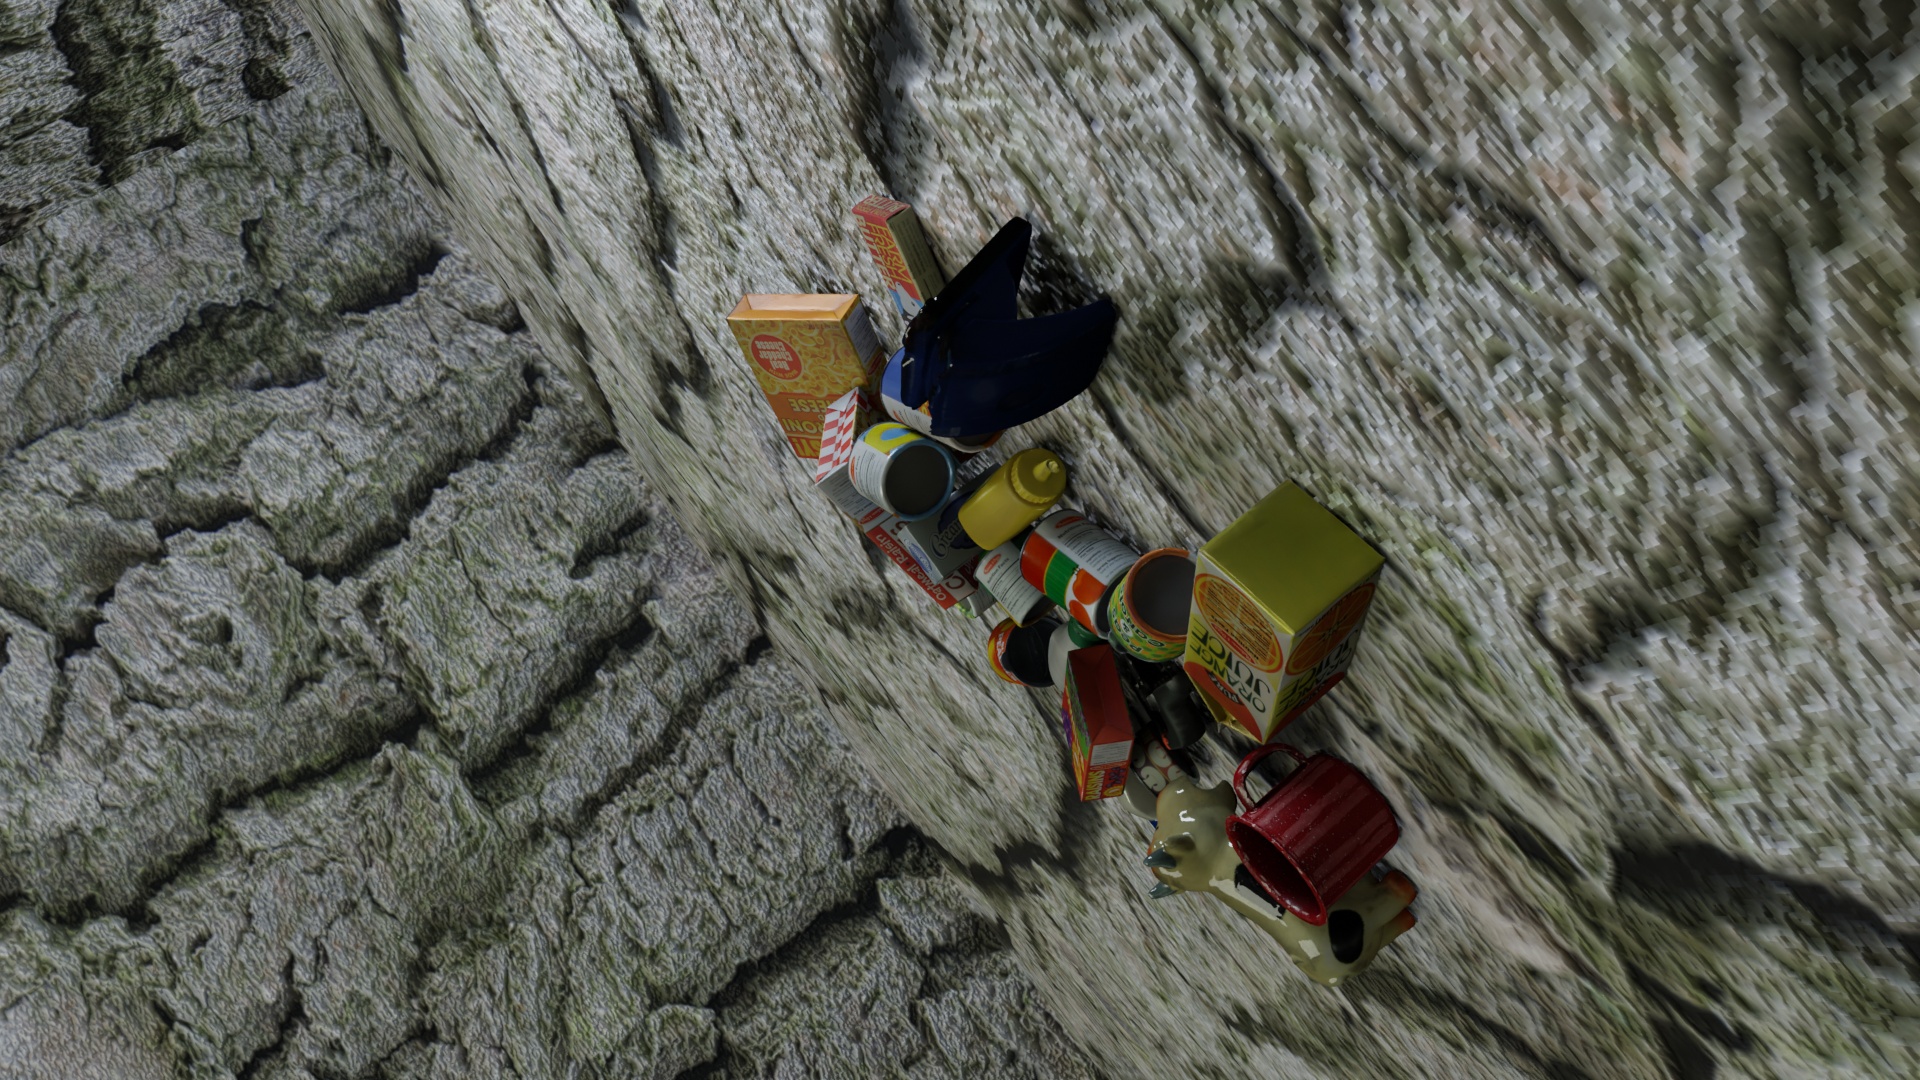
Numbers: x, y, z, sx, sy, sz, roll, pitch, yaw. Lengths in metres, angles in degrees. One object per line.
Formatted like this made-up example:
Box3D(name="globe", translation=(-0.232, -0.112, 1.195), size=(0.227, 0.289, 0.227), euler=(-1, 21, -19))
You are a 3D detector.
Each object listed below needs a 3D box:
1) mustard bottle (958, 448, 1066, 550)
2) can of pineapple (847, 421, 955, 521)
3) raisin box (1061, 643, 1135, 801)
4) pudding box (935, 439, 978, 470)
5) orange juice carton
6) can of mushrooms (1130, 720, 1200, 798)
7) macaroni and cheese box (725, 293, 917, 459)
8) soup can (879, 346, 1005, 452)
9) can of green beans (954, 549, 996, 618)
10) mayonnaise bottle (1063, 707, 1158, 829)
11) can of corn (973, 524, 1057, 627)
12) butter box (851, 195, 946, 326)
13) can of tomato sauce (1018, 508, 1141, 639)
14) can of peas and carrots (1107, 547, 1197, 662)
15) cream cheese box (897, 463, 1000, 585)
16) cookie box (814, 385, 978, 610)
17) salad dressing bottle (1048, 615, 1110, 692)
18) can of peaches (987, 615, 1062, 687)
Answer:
Box3D(name="mustard bottle", translation=(0.046, -0.038, 1.046), size=(0.049, 0.065, 0.159), euler=(49, 158, 1))
Box3D(name="can of pineapple", translation=(-0.044, -0.054, 1.069), size=(0.058, 0.071, 0.070), euler=(31, 153, 55))
Box3D(name="raisin box", translation=(0.112, 0.151, 1.141), size=(0.122, 0.040, 0.086), euler=(89, 170, -58))
Box3D(name="pudding box", translation=(0.000, -0.077, 1.107), size=(0.030, 0.050, 0.083), euler=(52, 164, -3))
Box3D(name="orange juice carton", translation=(0.185, 0.055, 0.822), size=(0.073, 0.072, 0.191), euler=(45, 162, 27))
Box3D(name="can of mushrooms", translation=(0.168, 0.185, 1.172), size=(0.071, 0.033, 0.071), euler=(44, -165, -15))
Box3D(name="macaroni and cheese box", translation=(-0.119, -0.143, 1.237), size=(0.124, 0.040, 0.165), euler=(6, 139, 30))
Box3D(name="soup can", translation=(-0.009, -0.110, 1.035), size=(0.084, 0.071, 0.071), euler=(29, 151, 48))
Box3D(name="can of green beans", translation=(0.015, 0.030, 1.279), size=(0.071, 0.058, 0.071), euler=(48, 163, 19))
Box3D(name="mayonnaise bottle", translation=(0.160, 0.214, 1.257), size=(0.148, 0.065, 0.041), euler=(52, 164, -8))
Box3D(name="can of corn", translation=(0.056, 0.029, 1.153), size=(0.058, 0.071, 0.071), euler=(48, 163, 17))
Box3D(name="butter box", translation=(-0.038, -0.198, 1.005), size=(0.053, 0.024, 0.103), euler=(32, 154, 51))
Box3D(name="can of tomato sauce", translation=(0.095, 0.026, 1.025), size=(0.083, 0.071, 0.071), euler=(38, 158, 40))
Box3D(name="can of peas and carrots", translation=(0.136, 0.045, 0.941), size=(0.071, 0.071, 0.058), euler=(50, 163, 11))
Box3D(name="cream cheese box", translation=(0.004, -0.014, 1.128), size=(0.053, 0.104, 0.024), euler=(52, 153, 3))
Box3D(name="cookie box", translation=(-0.049, -0.036, 1.184), size=(0.167, 0.040, 0.123), euler=(45, -156, -27))
Box3D(name="salad dressing bottle", translation=(0.105, 0.088, 1.176), size=(0.064, 0.044, 0.147), euler=(58, 166, 20))
Box3D(name="can of peaches", translation=(0.062, 0.102, 1.278), size=(0.071, 0.071, 0.058), euler=(55, 165, -7))
